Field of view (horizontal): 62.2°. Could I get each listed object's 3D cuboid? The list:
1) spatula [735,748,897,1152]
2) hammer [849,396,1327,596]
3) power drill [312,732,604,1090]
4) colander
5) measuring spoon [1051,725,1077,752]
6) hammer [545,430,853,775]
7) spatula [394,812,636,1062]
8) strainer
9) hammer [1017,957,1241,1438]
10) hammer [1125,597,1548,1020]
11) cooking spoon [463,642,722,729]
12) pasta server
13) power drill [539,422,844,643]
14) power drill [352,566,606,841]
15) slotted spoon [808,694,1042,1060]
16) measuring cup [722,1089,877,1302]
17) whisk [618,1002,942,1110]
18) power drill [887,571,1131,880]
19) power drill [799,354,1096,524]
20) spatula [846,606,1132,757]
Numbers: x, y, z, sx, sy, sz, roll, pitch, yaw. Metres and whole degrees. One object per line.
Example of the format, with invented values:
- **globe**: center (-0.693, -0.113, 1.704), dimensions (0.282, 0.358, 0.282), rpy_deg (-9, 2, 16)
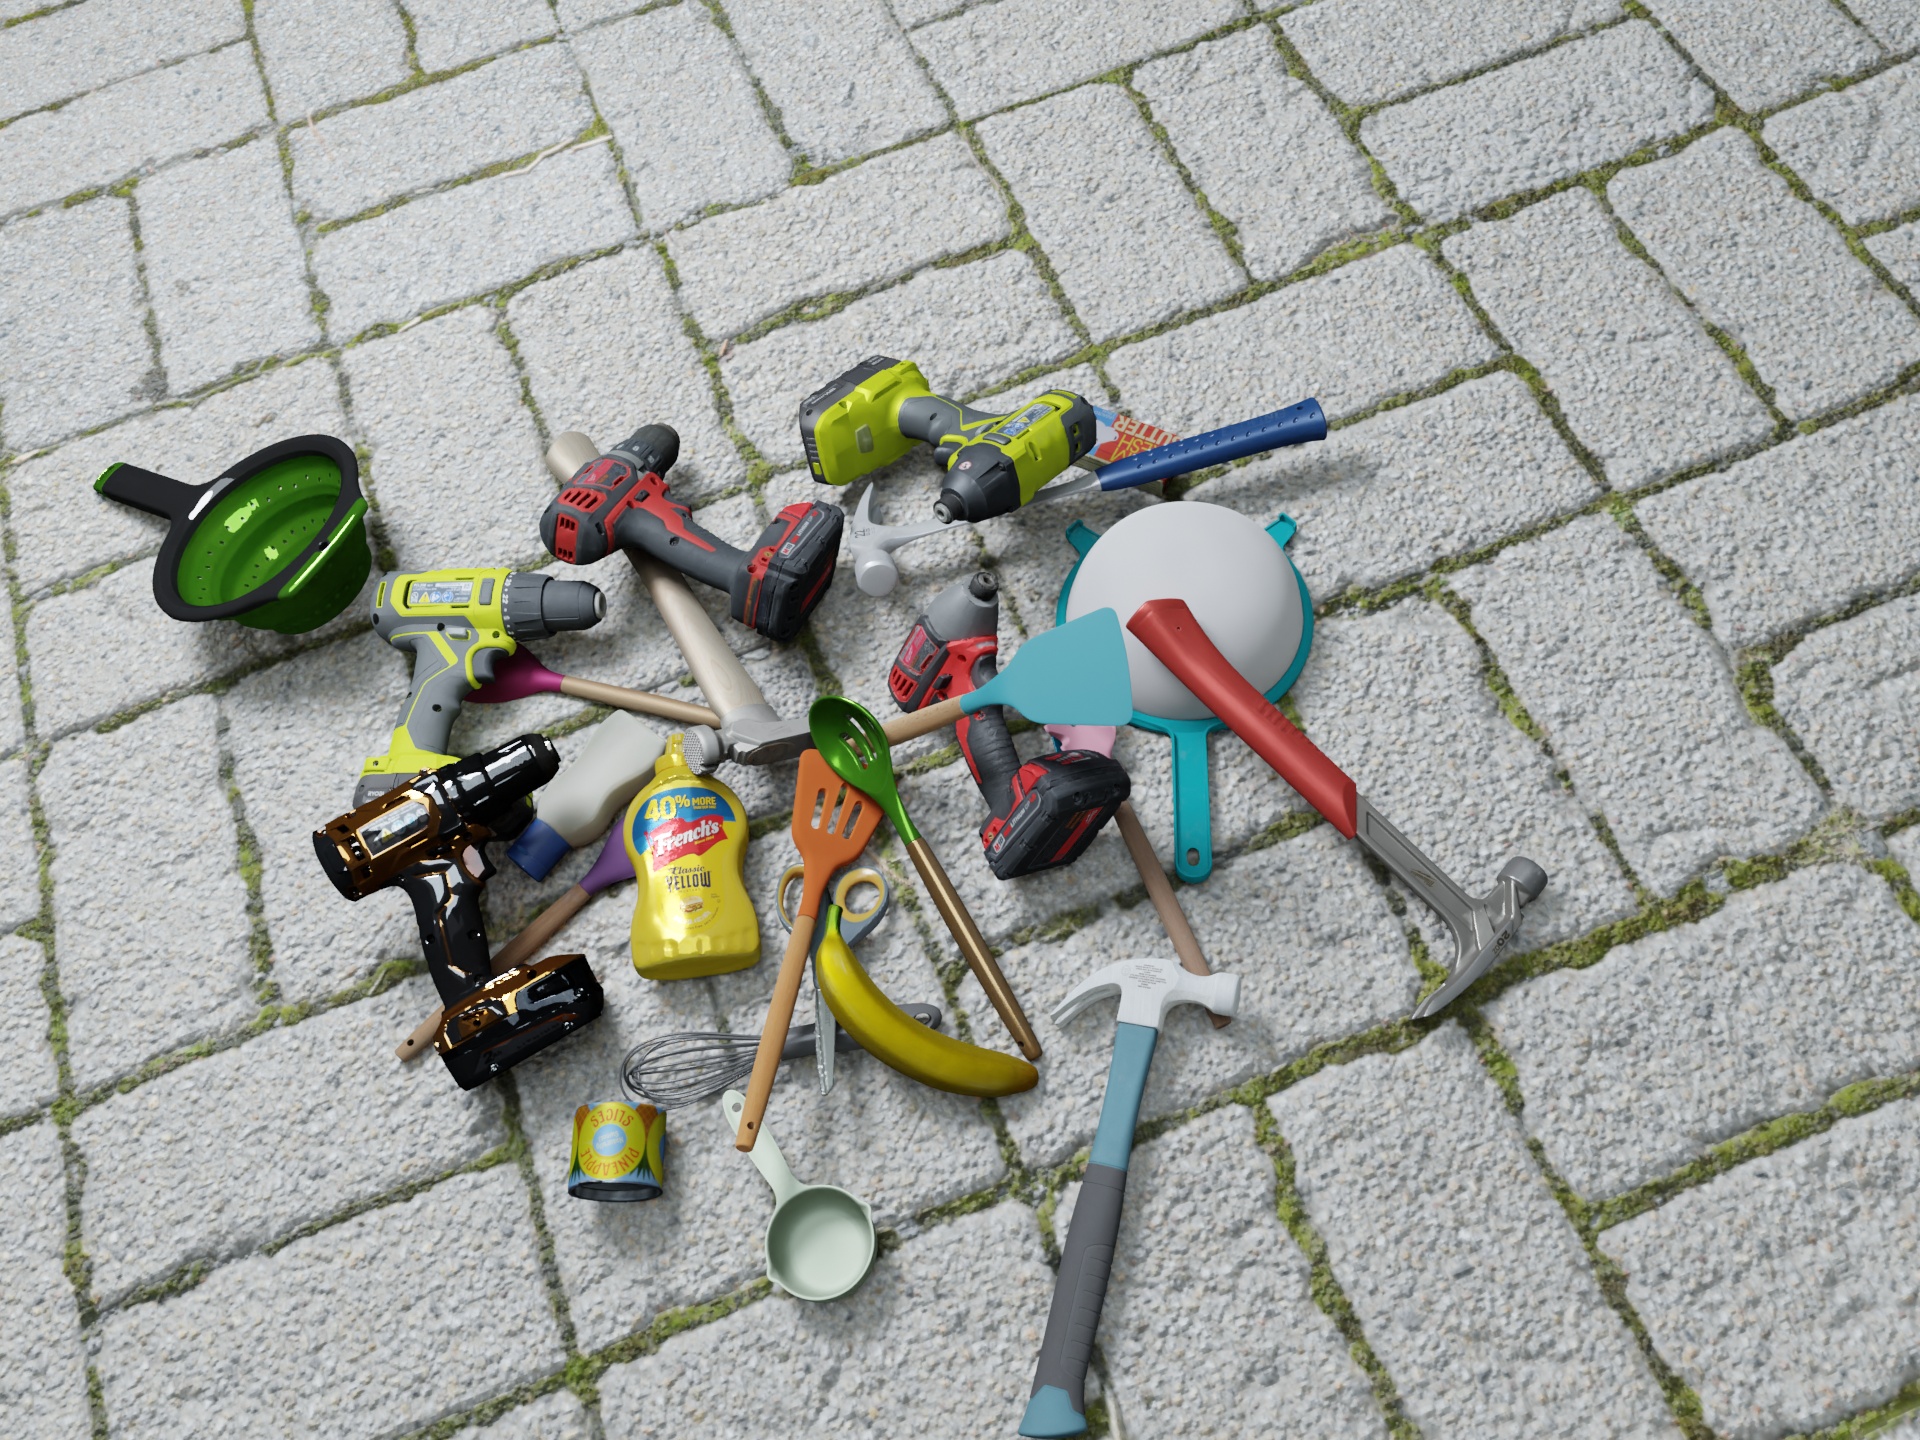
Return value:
- **spatula**: center (-0.116, 0.161, 1.159), dimensions (0.081, 0.041, 0.323), rpy_deg (20, 48, -9)
- **hammer**: center (0.102, -0.201, 1.330), dimensions (0.405, 0.035, 0.144), rpy_deg (-16, 34, 0)
- **power drill**: center (-0.346, 0.134, 1.182), dimensions (0.185, 0.084, 0.226), rpy_deg (-30, 86, -9)
- **colander**: center (-0.645, -0.163, 1.420), dimensions (0.397, 0.094, 0.204), rpy_deg (18, 65, 35)
- **measuring spoon**: center (0.079, 0.009, 1.279), dimensions (0.042, 0.021, 0.129), rpy_deg (-12, 70, -13)
- **hammer**: center (-0.241, -0.116, 1.351), dimensions (0.146, 0.038, 0.411), rpy_deg (-12, 51, -34)
- **spatula**: center (-0.313, 0.152, 1.245), dimensions (0.316, 0.018, 0.060), rpy_deg (-43, 70, -16)
- **strainer**: center (0.178, -0.046, 1.247), dimensions (0.211, 0.095, 0.341), rpy_deg (-1, 61, 6)
- **hammer**: center (0.099, 0.322, 1.094), dimensions (0.128, 0.033, 0.331), rpy_deg (8, 66, 20)
- **hammer**: center (0.255, 0.048, 1.173), dimensions (0.359, 0.036, 0.149), rpy_deg (44, 73, 7)
- **cooking spoon**: center (-0.310, -0.026, 1.337), dimensions (0.319, 0.017, 0.069), rpy_deg (13, 65, 14)
- **pasta server**: center (0.131, 0.086, 1.208), dimensions (0.060, 0.040, 0.316), rpy_deg (-24, 67, 1)
- **power drill**: center (-0.215, -0.170, 1.338), dimensions (0.227, 0.080, 0.188), rpy_deg (21, 40, 5)
- **power drill**: center (-0.395, -0.021, 1.300), dimensions (0.190, 0.080, 0.229), rpy_deg (0, 67, 6)
- **slotted spoon**: center (-0.023, 0.114, 1.190), dimensions (0.031, 0.070, 0.314), rpy_deg (-18, 73, -45)
- **measuring cup**: center (-0.120, 0.332, 1.119), dimensions (0.083, 0.038, 0.168), rpy_deg (-33, 62, -11)
- **whisk**: center (-0.130, 0.241, 1.164), dimensions (0.239, 0.055, 0.055), rpy_deg (-11, 62, -4)
- **power drill**: center (0.030, -0.001, 1.217), dimensions (0.078, 0.143, 0.220), rpy_deg (-10, 57, -37)
- **power drill**: center (-0.022, -0.231, 1.325), dimensions (0.223, 0.080, 0.171), rpy_deg (21, 48, 37)
- **spatula**: center (-0.002, -0.004, 1.177), dimensions (0.044, 0.317, 0.082), rpy_deg (0, 77, -39)
